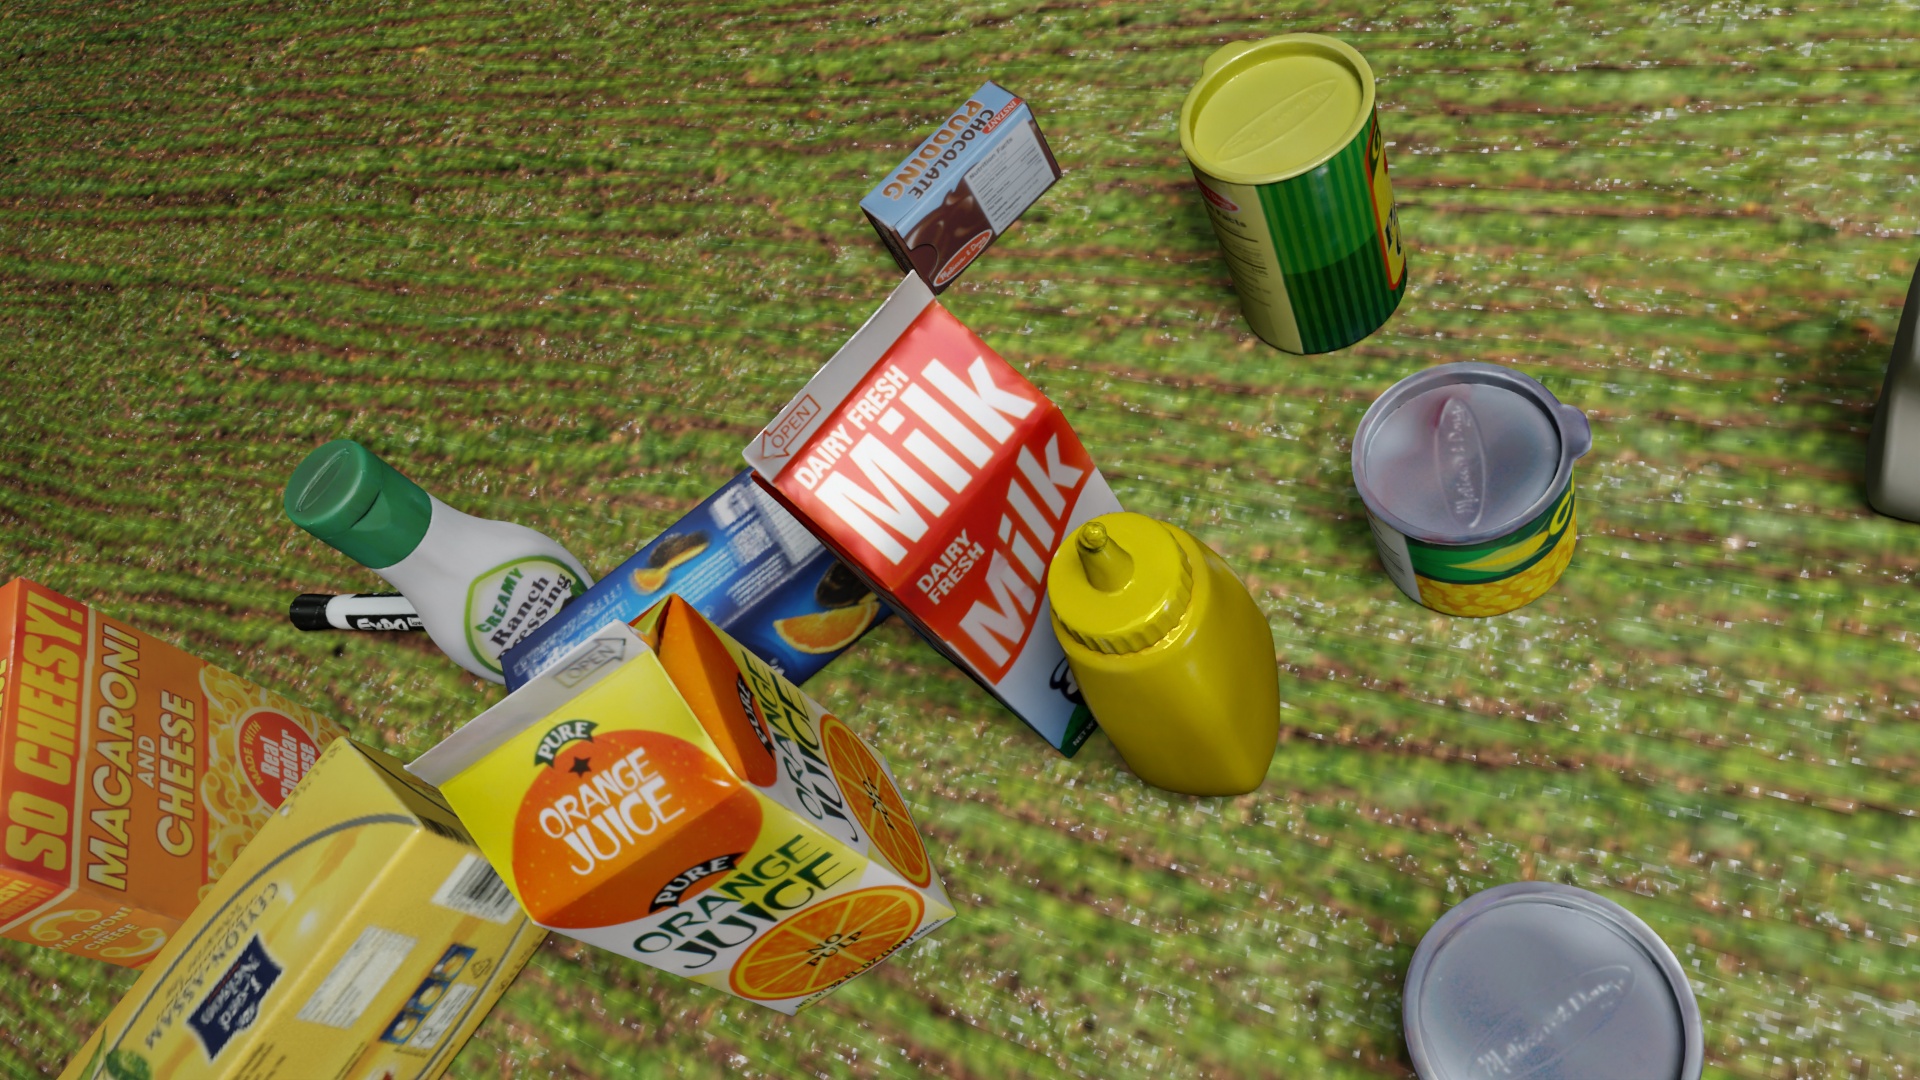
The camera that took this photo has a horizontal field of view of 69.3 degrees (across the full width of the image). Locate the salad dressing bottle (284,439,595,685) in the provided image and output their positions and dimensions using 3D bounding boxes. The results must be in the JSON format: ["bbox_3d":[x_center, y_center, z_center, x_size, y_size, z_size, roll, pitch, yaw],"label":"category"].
[{"bbox_3d":[-0.202,0.012,0.558,0.044,0.147,0.064,26,76,34],"label":"salad dressing bottle"}]

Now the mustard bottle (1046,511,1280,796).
[{"bbox_3d":[0.060,0.029,0.418,0.049,0.159,0.065,-1,63,25],"label":"mustard bottle"}]

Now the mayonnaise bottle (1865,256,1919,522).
[{"bbox_3d":[0.280,-0.062,0.376,0.041,0.147,0.065,17,71,32],"label":"mayonnaise bottle"}]

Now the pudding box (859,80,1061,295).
[{"bbox_3d":[0.001,-0.157,0.620,0.084,0.049,0.030,-45,54,-4],"label":"pudding box"}]

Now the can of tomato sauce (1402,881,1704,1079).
[{"bbox_3d":[0.156,0.134,0.362,0.071,0.083,0.071,-11,59,19],"label":"can of tomato sauce"}]

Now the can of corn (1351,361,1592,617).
[{"bbox_3d":[0.169,-0.016,0.456,0.071,0.058,0.071,-11,59,19],"label":"can of corn"}]

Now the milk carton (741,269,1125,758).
[{"bbox_3d":[0.002,-0.006,0.447,0.073,0.190,0.072,36,82,35],"label":"milk carton"}]

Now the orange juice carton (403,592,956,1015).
[{"bbox_3d":[-0.079,0.083,0.433,0.072,0.192,0.073,-33,54,5],"label":"orange juice carton"}]

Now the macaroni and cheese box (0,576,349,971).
[{"bbox_3d":[-0.311,0.104,0.544,0.040,0.166,0.124,-29,55,8],"label":"macaroni and cheese box"}]

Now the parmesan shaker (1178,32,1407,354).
[{"bbox_3d":[0.124,-0.126,0.512,0.071,0.102,0.071,-11,59,19],"label":"parmesan shaker"}]
